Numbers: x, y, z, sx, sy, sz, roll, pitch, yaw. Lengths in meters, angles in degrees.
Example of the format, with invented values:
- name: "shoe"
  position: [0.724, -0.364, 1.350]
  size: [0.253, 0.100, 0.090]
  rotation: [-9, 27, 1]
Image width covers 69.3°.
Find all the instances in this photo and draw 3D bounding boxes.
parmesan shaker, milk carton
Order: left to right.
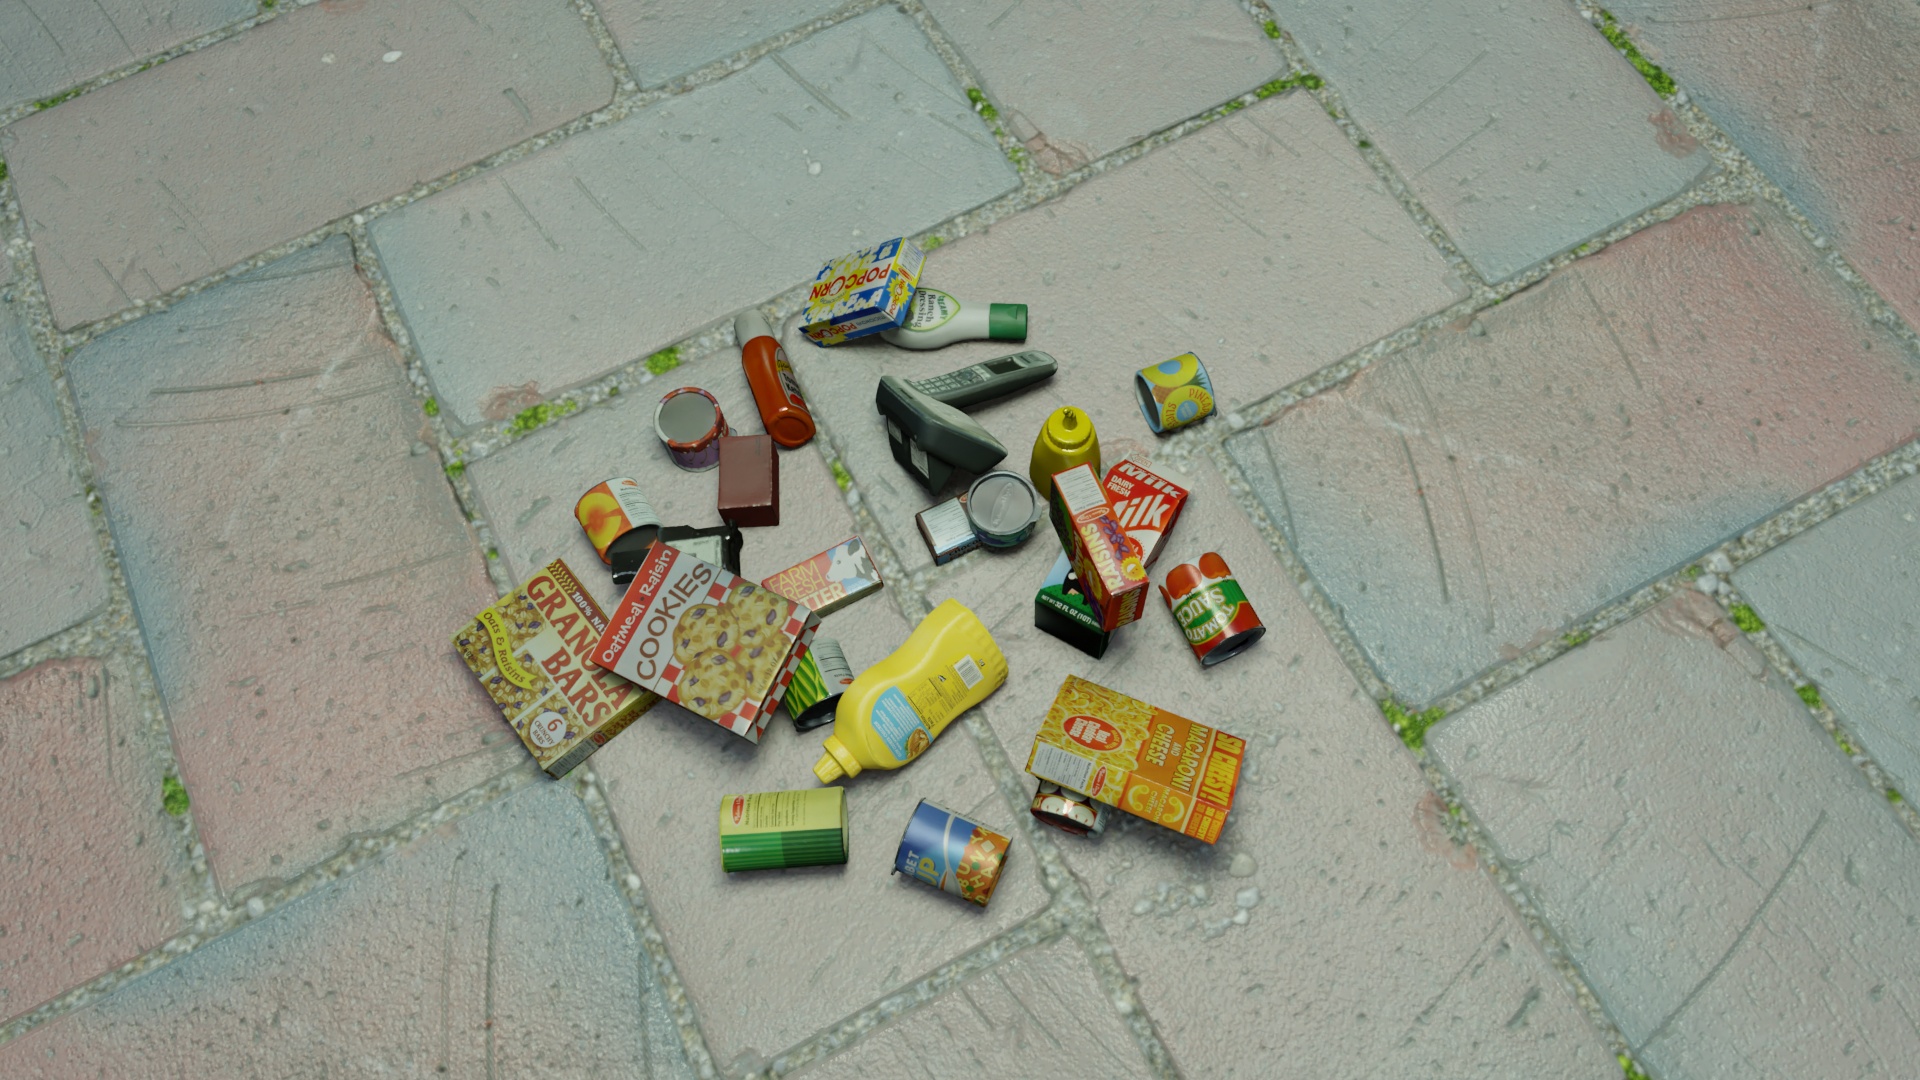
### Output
- name: "parmesan shaker"
  position: [-0.149, 0.250, 1.188]
  size: [0.103, 0.071, 0.071]
  rotation: [-4, 67, 0]
- name: "milk carton"
  position: [0.143, 0.005, 1.280]
  size: [0.072, 0.073, 0.191]
  rotation: [28, 70, 14]

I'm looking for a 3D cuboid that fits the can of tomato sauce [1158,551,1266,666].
- name: "can of tomato sauce"
  position: [0.225, 0.061, 1.254]
  size: [0.071, 0.071, 0.083]
  rotation: [-24, 67, -8]

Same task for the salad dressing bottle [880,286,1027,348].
- name: "salad dressing bottle"
  position: [-0.006, -0.223, 1.402]
  size: [0.148, 0.043, 0.064]
  rotation: [3, 64, 3]

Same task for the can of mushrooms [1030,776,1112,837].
- name: "can of mushrooms"
  position: [0.093, 0.227, 1.189]
  size: [0.071, 0.070, 0.033]
  rotation: [18, 70, 10]

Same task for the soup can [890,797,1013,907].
- name: "soup can"
  position: [-0.007, 0.267, 1.176]
  size: [0.084, 0.071, 0.071]
  rotation: [21, 69, 11]

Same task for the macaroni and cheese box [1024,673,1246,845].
- name: "macaroni and cheese box"
  position: [0.151, 0.183, 1.183]
  size: [0.166, 0.040, 0.124]
  rotation: [20, 25, 10]

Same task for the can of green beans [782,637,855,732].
- name: "can of green beans"
  position: [-0.129, 0.128, 1.242]
  size: [0.071, 0.071, 0.058]
  rotation: [-24, 67, -8]

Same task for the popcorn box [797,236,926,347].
- name: "popcorn box"
  position: [-0.098, -0.246, 1.381]
  size: [0.126, 0.038, 0.085]
  rotation: [-6, 59, 45]

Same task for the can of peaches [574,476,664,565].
- name: "can of peaches"
  position: [-0.323, -0.016, 1.315]
  size: [0.071, 0.071, 0.058]
  rotation: [-32, 70, -11]

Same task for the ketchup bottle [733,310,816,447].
- name: "ketchup bottle"
  position: [-0.189, -0.164, 1.377]
  size: [0.043, 0.064, 0.149]
  rotation: [-30, 58, 10]

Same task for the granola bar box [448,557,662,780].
- name: "granola bar box"
  position: [-0.369, 0.115, 1.272]
  size: [0.124, 0.039, 0.166]
  rotation: [-38, 70, -14]

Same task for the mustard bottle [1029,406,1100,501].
- name: "mustard bottle"
  position: [0.099, -0.083, 1.273]
  size: [0.065, 0.159, 0.049]
  rotation: [34, 71, 14]

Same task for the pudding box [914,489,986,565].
- name: "pudding box"
  position: [0.005, -0.017, 1.319]
  size: [0.084, 0.030, 0.050]
  rotation: [-25, 67, -8]

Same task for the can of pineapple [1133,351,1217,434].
- name: "can of pineapple"
  position: [0.208, -0.142, 1.345]
  size: [0.058, 0.070, 0.071]
  rotation: [-21, 67, -5]

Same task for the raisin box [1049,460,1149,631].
- name: "raisin box"
  position: [0.117, 0.006, 1.192]
  size: [0.040, 0.085, 0.124]
  rotation: [-20, 66, -8]

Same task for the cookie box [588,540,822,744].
- name: "cookie box"
  position: [-0.224, 0.087, 1.220]
  size: [0.167, 0.040, 0.123]
  rotation: [22, 75, 19]

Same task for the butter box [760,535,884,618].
- name: "butter box"
  position: [-0.129, 0.041, 1.302]
  size: [0.104, 0.024, 0.053]
  rotation: [-26, 69, -8]

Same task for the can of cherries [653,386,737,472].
- name: "can of cherries"
  position: [-0.258, -0.109, 1.355]
  size: [0.071, 0.058, 0.072]
  rotation: [-1, 67, 3]

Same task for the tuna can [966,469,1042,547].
- name: "tuna can"
  position: [0.041, -0.028, 1.287]
  size: [0.071, 0.032, 0.071]
  rotation: [-1, 66, 2]
